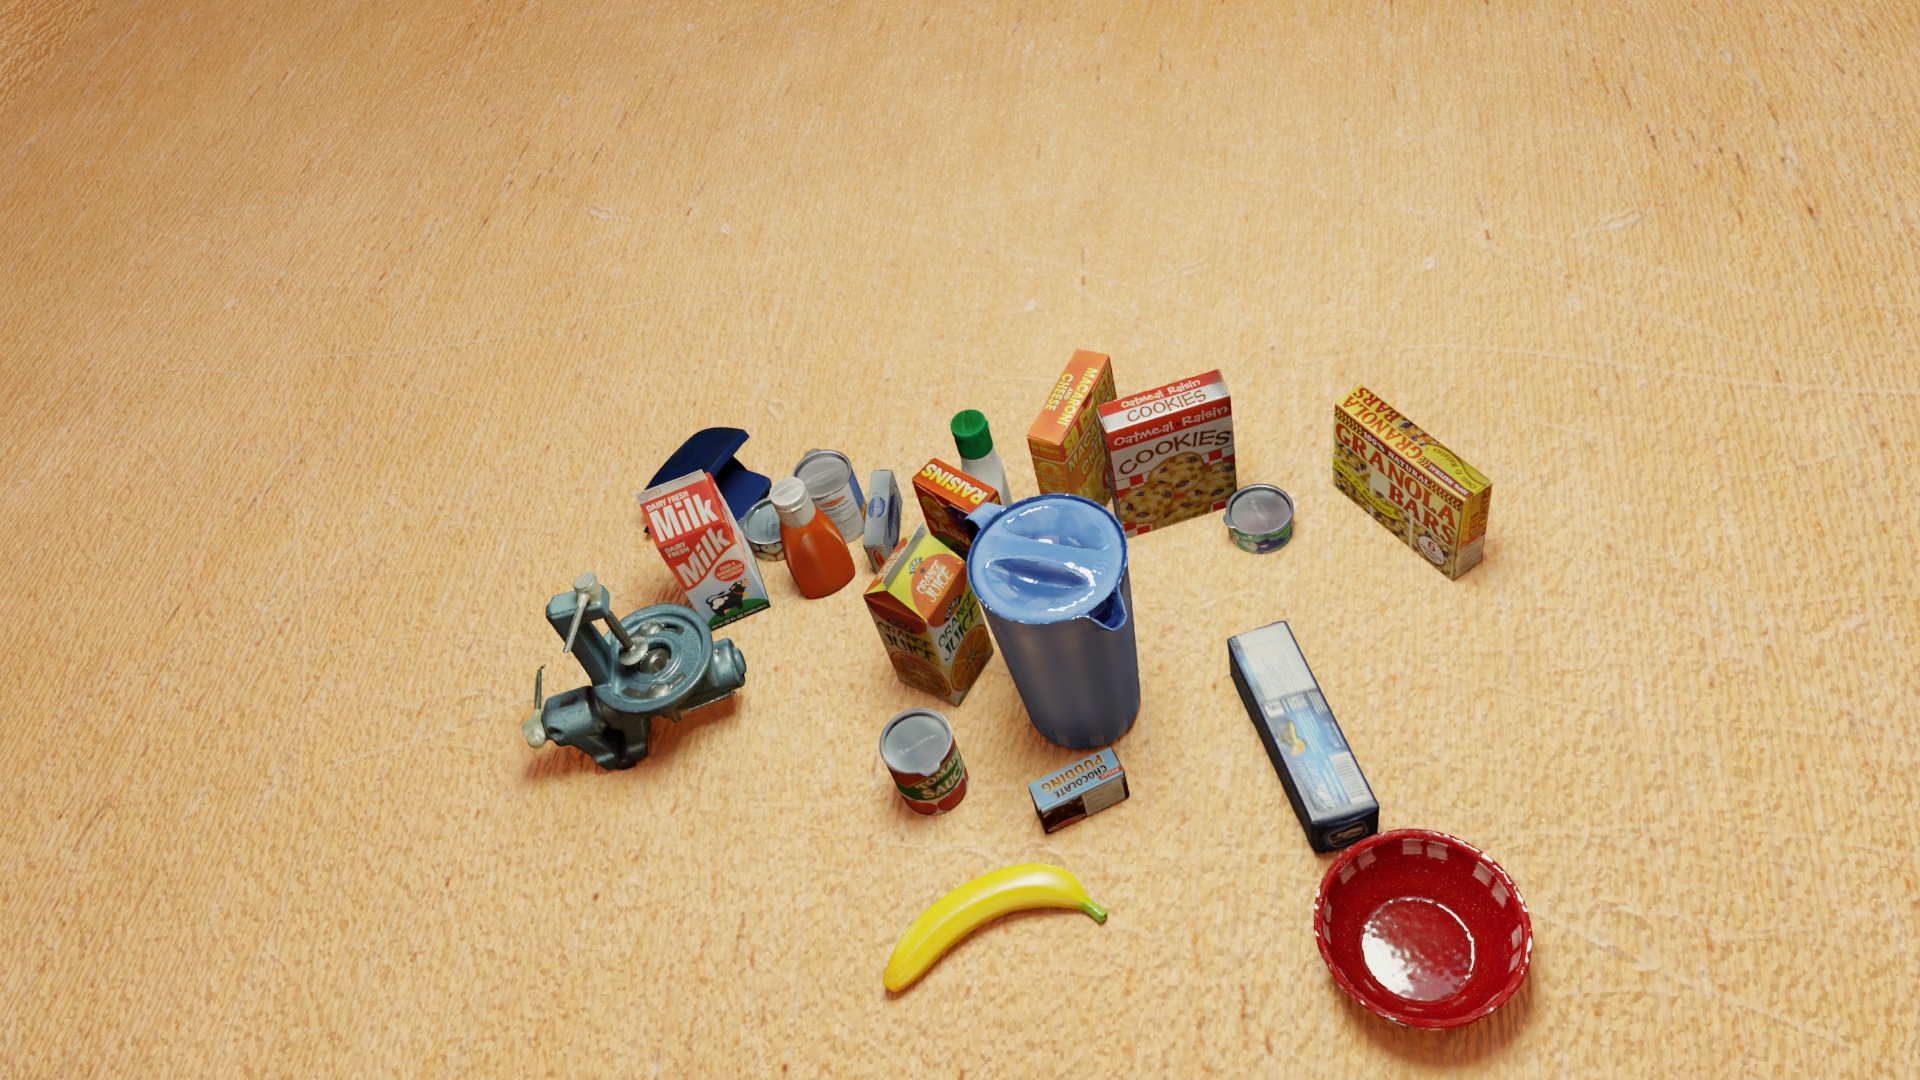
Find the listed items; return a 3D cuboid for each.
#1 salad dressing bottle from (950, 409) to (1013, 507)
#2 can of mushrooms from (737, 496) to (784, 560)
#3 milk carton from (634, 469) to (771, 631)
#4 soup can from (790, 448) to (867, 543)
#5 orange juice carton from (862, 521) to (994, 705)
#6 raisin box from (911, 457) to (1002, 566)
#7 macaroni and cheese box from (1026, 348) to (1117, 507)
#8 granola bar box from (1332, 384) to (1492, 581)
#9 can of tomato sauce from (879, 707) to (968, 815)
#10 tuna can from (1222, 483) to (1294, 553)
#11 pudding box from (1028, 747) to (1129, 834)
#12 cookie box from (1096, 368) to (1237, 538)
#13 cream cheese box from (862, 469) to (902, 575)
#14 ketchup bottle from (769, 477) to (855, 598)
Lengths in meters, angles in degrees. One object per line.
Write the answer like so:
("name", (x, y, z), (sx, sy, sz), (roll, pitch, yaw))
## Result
("salad dressing bottle", (0.022, -0.073, 1.418), (0.044, 0.147, 0.064), (-11, 51, 5))
("can of mushrooms", (-0.202, -0.013, 1.499), (0.071, 0.033, 0.071), (-7, 51, 9))
("milk carton", (-0.261, 0.001, 1.401), (0.072, 0.189, 0.074), (-22, 51, -3))
("soup can", (-0.138, -0.047, 1.478), (0.071, 0.083, 0.072), (-7, 51, 9))
("orange juice carton", (-0.032, 0.067, 1.292), (0.073, 0.191, 0.072), (20, 60, 27))
("raisin box", (0.005, -0.017, 1.394), (0.086, 0.122, 0.040), (30, 65, 31))
("macaroni and cheese box", (0.121, -0.090, 1.395), (0.040, 0.165, 0.124), (16, 58, 24))
("granola bar box", (0.424, -0.055, 1.319), (0.039, 0.123, 0.166), (-33, 52, -12))
("can of tomato sauce", (-0.030, 0.202, 1.255), (0.071, 0.082, 0.071), (-7, 51, 9))
("tuna can", (0.296, -0.021, 1.383), (0.071, 0.032, 0.071), (-7, 51, 9))
("pudding box", (0.105, 0.221, 1.227), (0.084, 0.049, 0.030), (-24, 51, -5))
("cookie box", (0.206, -0.083, 1.368), (0.123, 0.166, 0.040), (-17, 50, 0))
("cream cheese box", (-0.081, -0.019, 1.462), (0.024, 0.053, 0.104), (-5, 51, 11))
("ketchup bottle", (-0.154, -0.004, 1.406), (0.065, 0.148, 0.044), (-28, 51, -8))
